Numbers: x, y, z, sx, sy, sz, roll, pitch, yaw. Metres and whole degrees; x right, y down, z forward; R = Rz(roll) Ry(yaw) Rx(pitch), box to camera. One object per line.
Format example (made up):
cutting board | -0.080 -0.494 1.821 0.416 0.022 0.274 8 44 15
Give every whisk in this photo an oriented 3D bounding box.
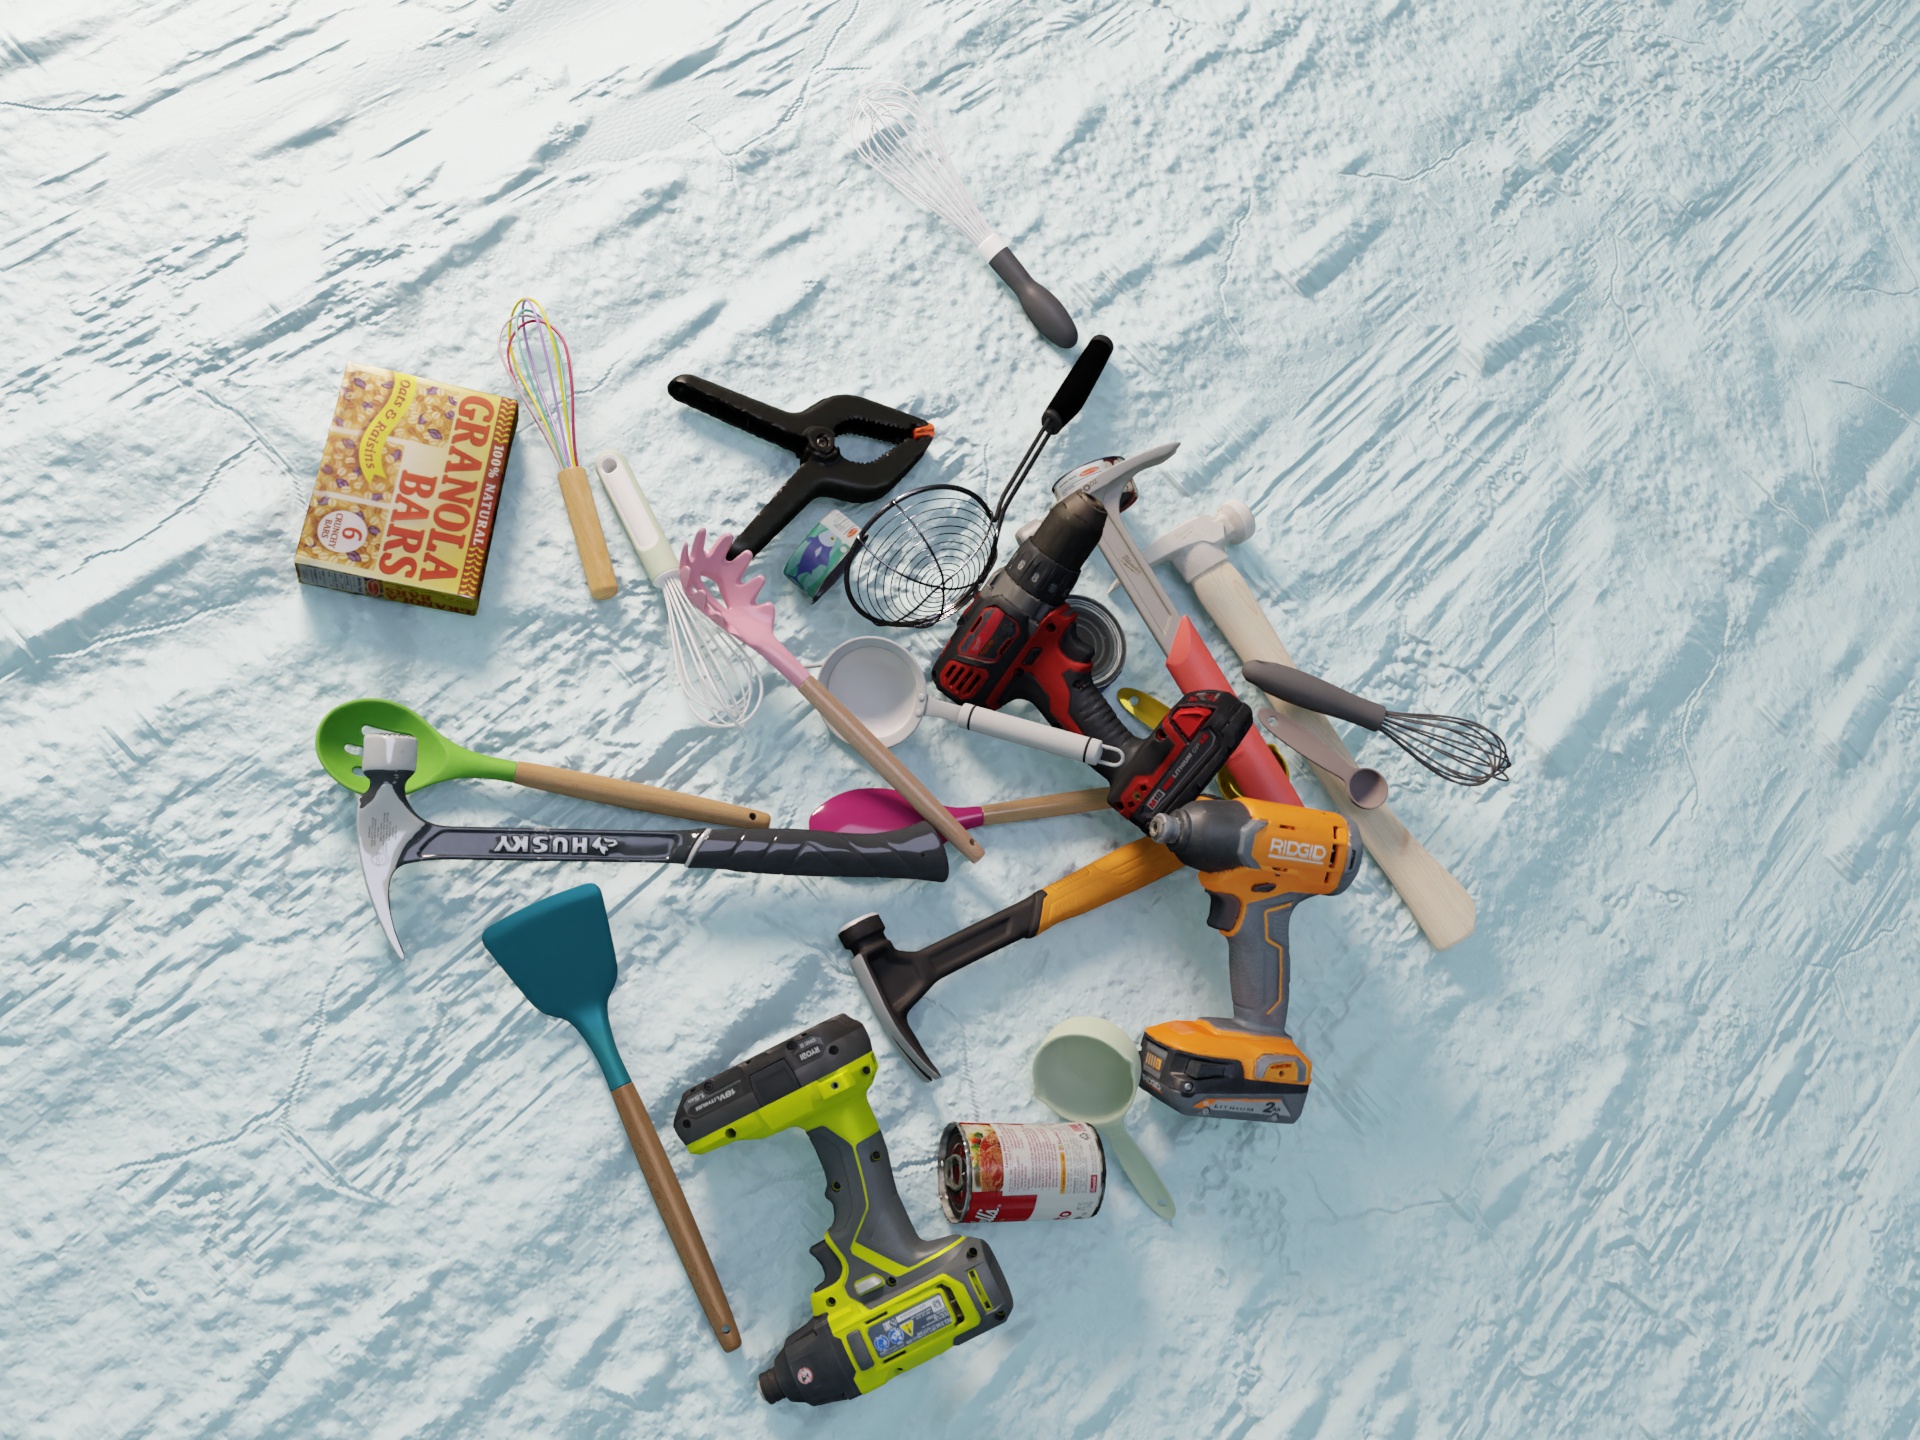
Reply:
whisk | -0.215 -0.099 1.183 0.058 0.059 0.246 -29 76 2
whisk | -0.300 -0.205 1.199 0.047 0.051 0.245 -20 81 11
whisk | 0.339 0.000 1.292 0.239 0.055 0.055 21 65 -5
whisk | 0.007 -0.434 1.377 0.070 0.070 0.284 -42 92 -27

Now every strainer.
strainer | -0.002 -0.004 1.181 0.258 0.050 0.087 16 102 15

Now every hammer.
hammer | 0.285 0.014 1.315 0.146 0.038 0.411 -30 82 -24
hammer | -0.203 0.093 1.105 0.408 0.036 0.149 3 84 -19
hammer | 0.080 0.143 1.198 0.337 0.034 0.127 -24 79 -25
hammer | 0.196 -0.037 1.247 0.149 0.036 0.359 -31 86 -4

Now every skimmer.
skimmer | 0.025 -0.213 1.294 0.090 0.127 0.363 13 49 21

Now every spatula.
spatula | -0.215 0.266 1.047 0.082 0.044 0.317 -24 81 -16

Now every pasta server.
pasta server | -0.092 -0.012 1.165 0.316 0.040 0.060 46 46 -5

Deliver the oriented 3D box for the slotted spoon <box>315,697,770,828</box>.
slotted spoon | -0.287 0.044 1.116 0.313 0.031 0.070 12 67 -16

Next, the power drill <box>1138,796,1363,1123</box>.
power drill | 0.194 0.168 1.153 0.164 0.084 0.226 11 91 -23

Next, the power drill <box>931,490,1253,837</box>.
power drill | 0.110 -0.042 1.191 0.227 0.188 0.080 38 20 7

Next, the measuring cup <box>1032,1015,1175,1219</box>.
measuring cup | 0.115 0.286 1.152 0.167 0.083 0.038 59 26 -12

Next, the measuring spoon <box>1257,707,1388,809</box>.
measuring spoon | 0.290 0.030 1.287 0.124 0.018 0.034 36 71 5

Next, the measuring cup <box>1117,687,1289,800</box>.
measuring cup | 0.195 0.018 1.288 0.156 0.029 0.062 33 99 10

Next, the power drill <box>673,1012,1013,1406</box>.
power drill | -0.089 0.322 1.038 0.171 0.080 0.223 -27 82 1

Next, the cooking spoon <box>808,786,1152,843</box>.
cooking spoon | 0.039 0.069 1.220 0.318 0.017 0.069 -7 73 -20
